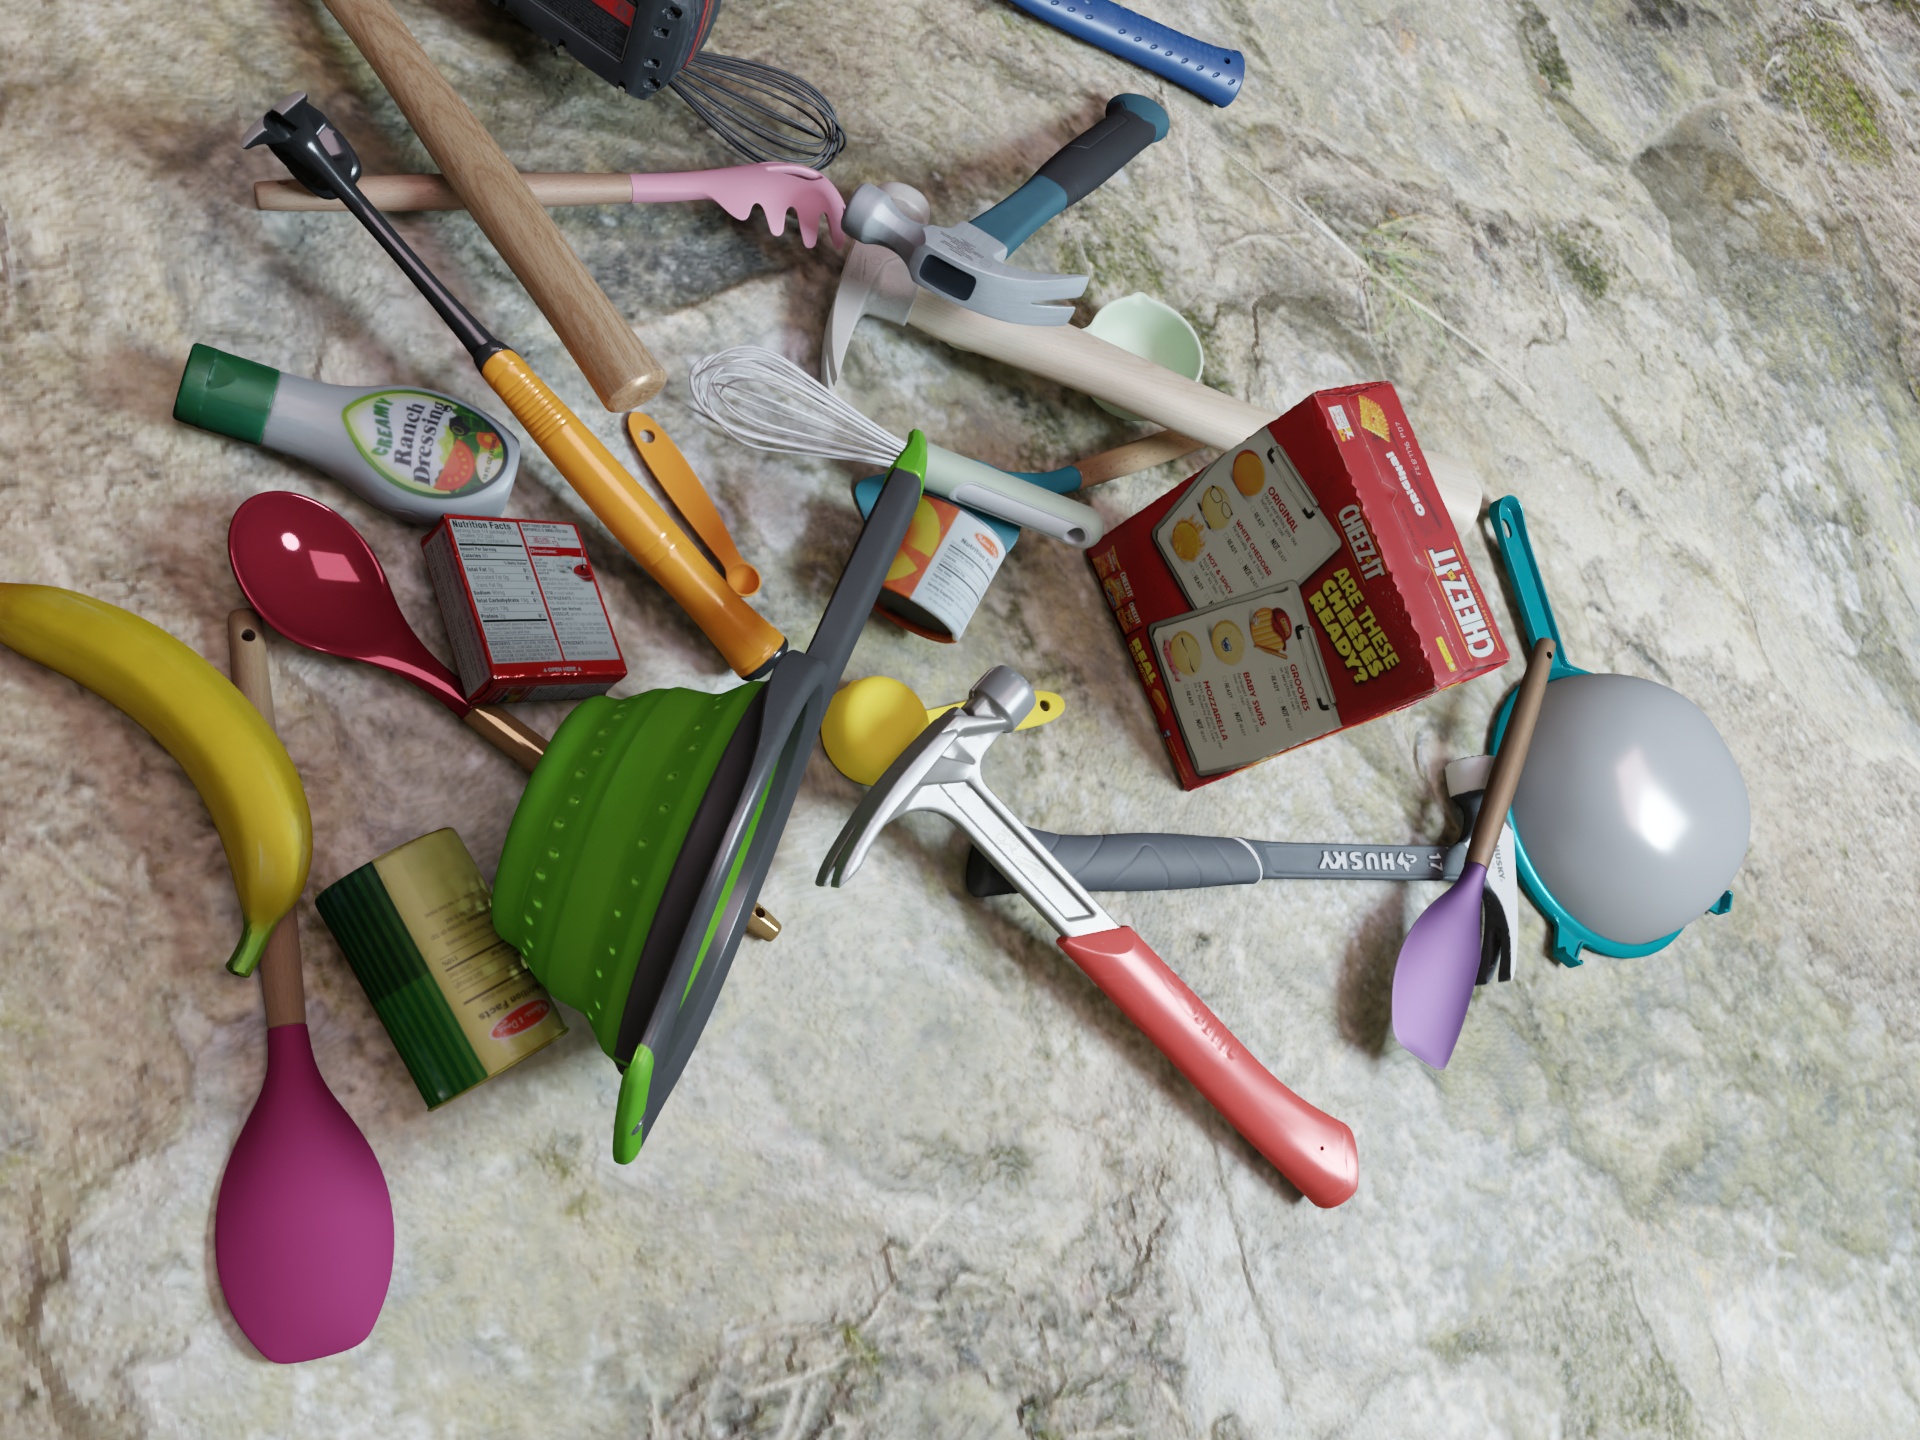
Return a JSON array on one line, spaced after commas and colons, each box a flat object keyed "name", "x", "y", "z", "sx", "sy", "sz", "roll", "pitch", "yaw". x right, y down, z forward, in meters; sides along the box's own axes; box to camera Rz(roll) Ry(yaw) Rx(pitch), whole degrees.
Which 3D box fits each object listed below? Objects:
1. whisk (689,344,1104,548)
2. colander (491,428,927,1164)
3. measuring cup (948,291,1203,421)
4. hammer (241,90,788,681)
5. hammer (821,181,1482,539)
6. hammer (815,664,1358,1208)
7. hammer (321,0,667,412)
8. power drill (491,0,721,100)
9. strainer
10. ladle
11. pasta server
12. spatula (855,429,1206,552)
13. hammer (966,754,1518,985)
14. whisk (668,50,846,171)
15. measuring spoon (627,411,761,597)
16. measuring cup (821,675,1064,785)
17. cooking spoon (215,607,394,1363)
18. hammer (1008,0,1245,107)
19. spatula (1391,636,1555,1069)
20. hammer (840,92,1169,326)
[{"name": "whisk", "x": -0.031, "y": -0.144, "z": 0.872, "sx": 0.246, "sy": 0.057, "sz": 0.059, "roll": 19, "pitch": 50, "yaw": -16}, {"name": "colander", "x": -0.111, "y": -0.007, "z": 0.721, "sx": 0.094, "sy": 0.204, "sz": 0.397, "roll": 21, "pitch": 54, "yaw": 0}, {"name": "measuring cup", "x": 0.068, "y": -0.226, "z": 0.993, "sx": 0.167, "sy": 0.038, "sz": 0.083, "roll": 1, "pitch": 70, "yaw": -14}, {"name": "hammer", "x": -0.200, "y": -0.148, "z": 0.758, "sx": 0.034, "sy": 0.127, "sz": 0.336, "roll": -41, "pitch": 108, "yaw": -2}, {"name": "hammer", "x": 0.120, "y": -0.185, "z": 0.949, "sx": 0.410, "sy": 0.038, "sz": 0.146, "roll": 20, "pitch": 65, "yaw": -8}, {"name": "hammer", "x": 0.089, "y": 0.146, "z": 0.849, "sx": 0.359, "sy": 0.037, "sz": 0.149, "roll": 47, "pitch": 68, "yaw": -16}, {"name": "hammer", "x": -0.251, "y": -0.292, "z": 0.792, "sx": 0.130, "sy": 0.031, "sz": 0.331, "roll": -34, "pitch": 84, "yaw": -28}, {"name": "power drill", "x": -0.169, "y": -0.461, "z": 0.867, "sx": 0.188, "sy": 0.080, "sz": 0.227, "roll": 34, "pitch": 55, "yaw": -5}, {"name": "strainer", "x": 0.456, "y": -0.009, "z": 1.104, "sx": 0.211, "sy": 0.095, "sz": 0.340, "roll": -9, "pitch": 80, "yaw": -32}, {"name": "ladle", "x": -0.208, "y": 0.008, "z": 0.750, "sx": 0.315, "sy": 0.031, "sz": 0.069, "roll": 40, "pitch": 45, "yaw": -15}, {"name": "pasta server", "x": -0.202, "y": -0.274, "z": 0.842, "sx": 0.316, "sy": 0.040, "sz": 0.060, "roll": -11, "pitch": 39, "yaw": -26}, {"name": "spatula", "x": 0.078, "y": -0.152, "z": 0.977, "sx": 0.317, "sy": 0.044, "sz": 0.082, "roll": -24, "pitch": 87, "yaw": -39}, {"name": "hammer", "x": 0.184, "y": 0.089, "z": 0.949, "sx": 0.408, "sy": 0.036, "sz": 0.149, "roll": 3, "pitch": 73, "yaw": -29}, {"name": "whisk", "x": -0.174, "y": -0.375, "z": 0.894, "sx": 0.238, "sy": 0.055, "sz": 0.055, "roll": 23, "pitch": 63, "yaw": -17}, {"name": "measuring spoon", "x": -0.143, "y": -0.113, "z": 0.842, "sx": 0.021, "sy": 0.011, "sz": 0.117, "roll": -32, "pitch": 88, "yaw": -34}, {"name": "measuring cup", "x": -0.001, "y": -0.003, "z": 0.872, "sx": 0.156, "sy": 0.029, "sz": 0.062, "roll": -9, "pitch": 78, "yaw": -31}, {"name": "cooking spoon", "x": -0.288, "y": 0.104, "z": 0.674, "sx": 0.068, "sy": 0.017, "sz": 0.319, "roll": -4, "pitch": 75, "yaw": -31}, {"name": "hammer", "x": 0.017, "y": -0.489, "z": 1.048, "sx": 0.405, "sy": 0.035, "sz": 0.144, "roll": 11, "pitch": 68, "yaw": -27}, {"name": "spatula", "x": 0.331, "y": 0.071, "z": 1.006, "sx": 0.059, "sy": 0.018, "sz": 0.316, "roll": 36, "pitch": 62, "yaw": -15}, {"name": "hammer", "x": 0.057, "y": -0.326, "z": 0.968, "sx": 0.128, "sy": 0.033, "sz": 0.331, "roll": 33, "pitch": 43, "yaw": 4}]
